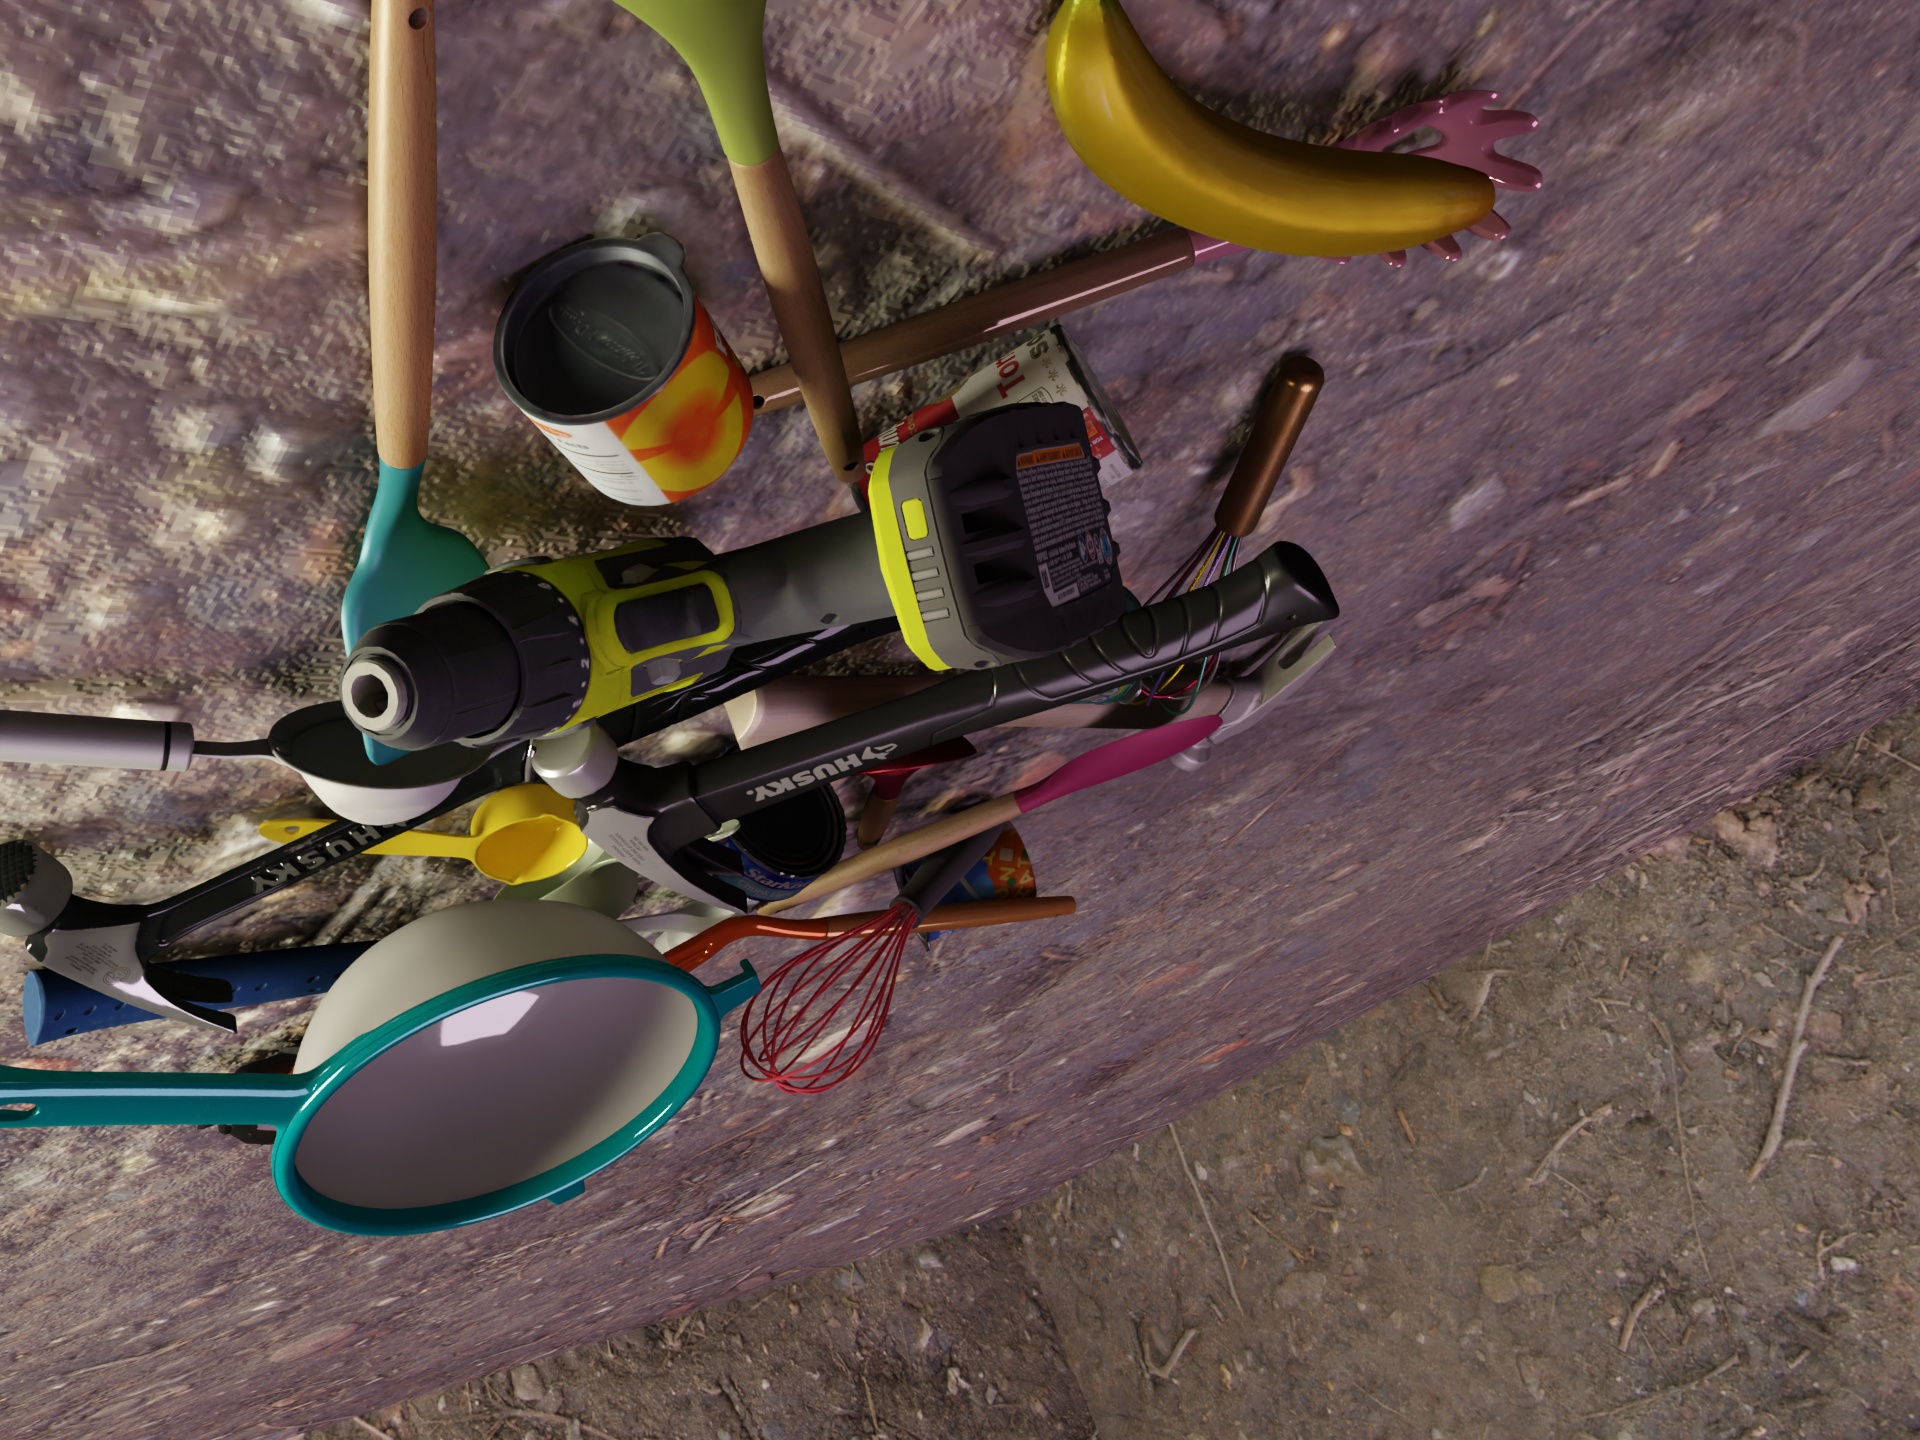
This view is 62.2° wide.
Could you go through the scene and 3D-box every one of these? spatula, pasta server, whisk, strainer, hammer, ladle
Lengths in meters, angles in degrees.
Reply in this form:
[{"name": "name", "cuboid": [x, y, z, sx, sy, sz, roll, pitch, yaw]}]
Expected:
[{"name": "spatula", "cuboid": [-0.170, -0.097, 0.509, 0.082, 0.044, 0.317, -38, 166, -33]}, {"name": "pasta server", "cuboid": [0.061, -0.165, 0.590, 0.316, 0.040, 0.060, -20, 123, -4]}, {"name": "whisk", "cuboid": [-0.042, 0.129, 0.973, 0.073, 0.073, 0.296, -43, -178, 39]}, {"name": "strainer", "cuboid": [-0.273, 0.142, 0.727, 0.340, 0.095, 0.211, 14, 125, -46]}, {"name": "hammer", "cuboid": [-0.001, -0.002, 0.688, 0.335, 0.035, 0.146, -19, 144, 8]}, {"name": "ladle", "cuboid": [-0.060, -0.160, 0.466, 0.078, 0.062, 0.320, -24, 160, -4]}, {"name": "hammer", "cuboid": [0.049, -0.016, 0.912, 0.410, 0.038, 0.146, -1, 147, -42]}, {"name": "spatula", "cuboid": [-0.064, 0.141, 1.024, 0.322, 0.041, 0.081, -2, 152, -27]}, {"name": "hammer", "cuboid": [-0.294, 0.128, 0.899, 0.405, 0.035, 0.144, -3, 150, -41]}, {"name": "hammer", "cuboid": [-0.213, 0.027, 0.728, 0.409, 0.036, 0.149, -25, 143, -5]}, {"name": "strainer", "cuboid": [-0.292, 0.012, 0.610, 0.258, 0.087, 0.050, 5, 111, -32]}, {"name": "whisk", "cuboid": [0.130, -0.083, 0.809, 0.047, 0.051, 0.244, -2, 143, -16]}, {"name": "ladle", "cuboid": [-0.042, 0.044, 0.900, 0.069, 0.031, 0.315, -8, 168, -9]}]

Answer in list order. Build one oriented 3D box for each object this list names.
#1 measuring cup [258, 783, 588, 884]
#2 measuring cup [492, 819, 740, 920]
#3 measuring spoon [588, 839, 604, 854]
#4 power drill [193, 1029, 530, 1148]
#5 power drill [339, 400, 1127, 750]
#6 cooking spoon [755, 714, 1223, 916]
[{"name": "measuring cup", "cuboid": [-0.261, 0.050, 0.783, 0.156, 0.029, 0.062, 8, 137, -32]}, {"name": "measuring cup", "cuboid": [-0.171, 0.083, 0.827, 0.167, 0.038, 0.083, -16, -157, 31]}, {"name": "measuring spoon", "cuboid": [-0.154, 0.055, 0.903, 0.117, 0.011, 0.021, -17, 157, -15]}, {"name": "power drill", "cuboid": [-0.348, 0.213, 0.920, 0.164, 0.084, 0.226, -2, 169, -32]}, {"name": "power drill", "cuboid": [-0.074, -0.041, 0.540, 0.228, 0.080, 0.190, -11, -172, 21]}, {"name": "cooking spoon", "cuboid": [0.013, 0.060, 0.985, 0.319, 0.017, 0.068, -23, 164, 13]}]
